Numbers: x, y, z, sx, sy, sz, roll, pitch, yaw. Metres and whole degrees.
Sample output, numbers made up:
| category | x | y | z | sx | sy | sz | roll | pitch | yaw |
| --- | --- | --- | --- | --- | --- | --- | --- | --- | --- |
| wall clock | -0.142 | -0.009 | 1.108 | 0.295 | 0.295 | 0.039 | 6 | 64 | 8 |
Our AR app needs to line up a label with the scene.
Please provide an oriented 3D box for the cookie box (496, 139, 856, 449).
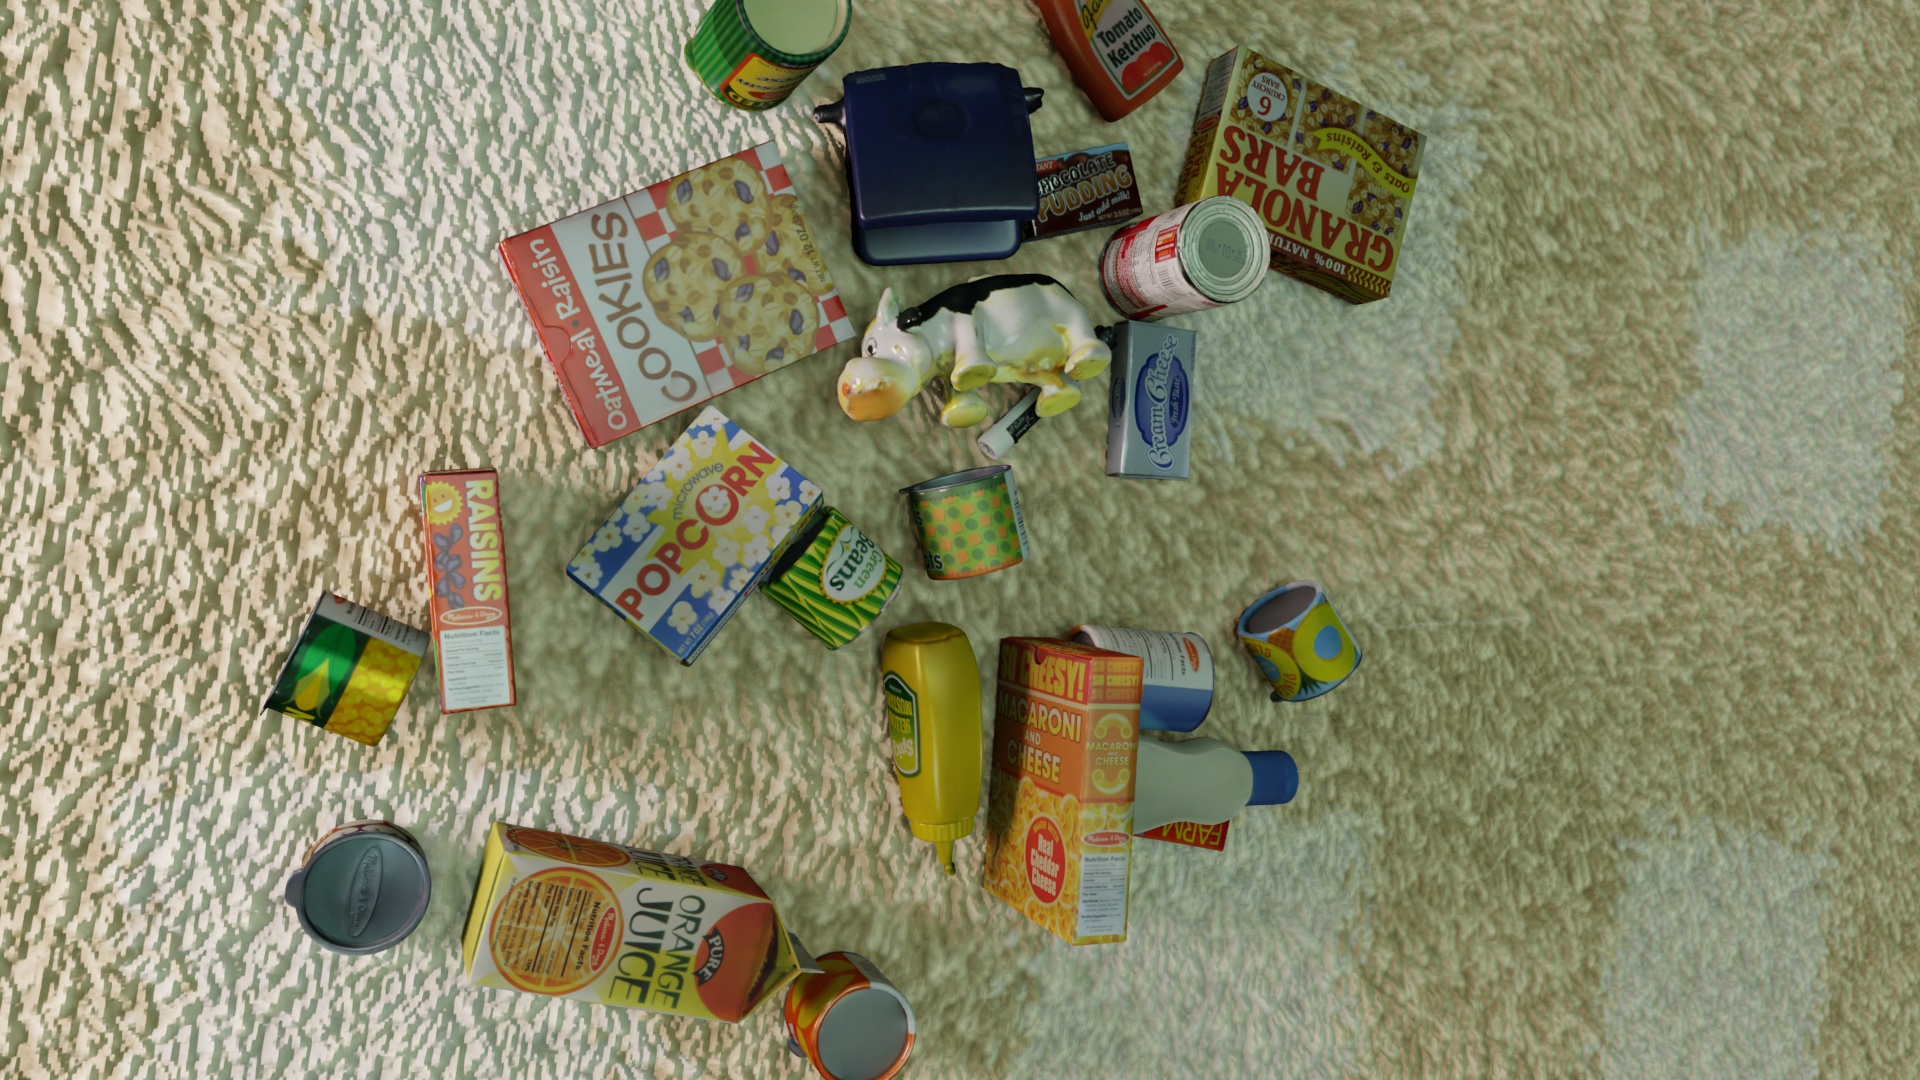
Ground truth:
| category | x | y | z | sx | sy | sz | roll | pitch | yaw |
| --- | --- | --- | --- | --- | --- | --- | --- | --- | --- |
| cookie box | -0.161 | -0.141 | 0.796 | 0.168 | 0.040 | 0.122 | -27 | 101 | -20 |

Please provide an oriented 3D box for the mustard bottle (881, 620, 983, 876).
| category | x | y | z | sx | sy | sz | roll | pitch | yaw |
| --- | --- | --- | --- | --- | --- | --- | --- | --- | --- |
| mustard bottle | -0.014 | 0.132 | 0.854 | 0.049 | 0.065 | 0.160 | -9 | 99 | -26 |

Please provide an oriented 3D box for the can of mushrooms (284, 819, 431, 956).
| category | x | y | z | sx | sy | sz | roll | pitch | yaw |
| --- | --- | --- | --- | --- | --- | --- | --- | --- | --- |
| can of mushrooms | -0.321 | 0.184 | 0.742 | 0.071 | 0.033 | 0.071 | -1 | 93 | -23 |

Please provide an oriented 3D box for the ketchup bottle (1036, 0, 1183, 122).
| category | x | y | z | sx | sy | sz | roll | pitch | yaw |
| --- | --- | --- | --- | --- | --- | --- | --- | --- | --- |
| ketchup bottle | 0.079 | -0.346 | 0.890 | 0.065 | 0.043 | 0.148 | -42 | 106 | -16 |

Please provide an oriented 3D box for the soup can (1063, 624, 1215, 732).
| category | x | y | z | sx | sy | sz | roll | pitch | yaw |
| --- | --- | --- | --- | --- | --- | --- | --- | --- | --- |
| soup can | 0.112 | 0.092 | 0.905 | 0.084 | 0.071 | 0.071 | 6 | 89 | -22 |

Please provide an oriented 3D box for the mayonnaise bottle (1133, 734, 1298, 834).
| category | x | y | z | sx | sy | sz | roll | pitch | yaw |
| --- | --- | --- | --- | --- | --- | --- | --- | --- | --- |
| mayonnaise bottle | 0.150 | 0.157 | 0.908 | 0.148 | 0.041 | 0.064 | 3 | 97 | -24 |

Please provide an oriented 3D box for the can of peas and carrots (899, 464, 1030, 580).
| category | x | y | z | sx | sy | sz | roll | pitch | yaw |
| --- | --- | --- | --- | --- | --- | --- | --- | --- | --- |
| can of peas and carrots | 0.003 | -0.011 | 0.856 | 0.071 | 0.071 | 0.058 | -16 | 98 | -21 |

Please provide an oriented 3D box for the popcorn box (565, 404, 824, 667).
| category | x | y | z | sx | sy | sz | roll | pitch | yaw |
| --- | --- | --- | --- | --- | --- | --- | --- | --- | --- |
| popcorn box | -0.149 | -0.003 | 0.792 | 0.085 | 0.038 | 0.127 | 37 | 77 | 4 |

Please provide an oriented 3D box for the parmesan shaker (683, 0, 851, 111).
| category | x | y | z | sx | sy | sz | roll | pitch | yaw |
| --- | --- | --- | --- | --- | --- | --- | --- | --- | --- |
| parmesan shaker | -0.110 | -0.286 | 0.780 | 0.071 | 0.103 | 0.071 | -1 | 92 | -23 |

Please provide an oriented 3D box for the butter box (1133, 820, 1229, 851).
| category | x | y | z | sx | sy | sz | roll | pitch | yaw |
| --- | --- | --- | --- | --- | --- | --- | --- | --- | --- |
| butter box | 0.136 | 0.175 | 0.938 | 0.103 | 0.024 | 0.053 | 15 | 85 | -23 |

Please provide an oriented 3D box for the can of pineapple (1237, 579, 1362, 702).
| category | x | y | z | sx | sy | sz | roll | pitch | yaw |
| --- | --- | --- | --- | --- | --- | --- | --- | --- | --- |
| can of pineapple | 0.231 | 0.069 | 0.953 | 0.071 | 0.071 | 0.057 | -38 | 105 | -17 |

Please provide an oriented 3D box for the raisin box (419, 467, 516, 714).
| category | x | y | z | sx | sy | sz | roll | pitch | yaw |
| --- | --- | --- | --- | --- | --- | --- | --- | --- | --- |
| raisin box | -0.260 | 0.023 | 0.734 | 0.040 | 0.086 | 0.123 | -4 | 93 | -18 |

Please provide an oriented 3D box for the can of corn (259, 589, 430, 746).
| category | x | y | z | sx | sy | sz | roll | pitch | yaw |
| --- | --- | --- | --- | --- | --- | --- | --- | --- | --- |
| can of corn | -0.319 | 0.069 | 0.722 | 0.058 | 0.071 | 0.071 | 27 | 81 | -22 |

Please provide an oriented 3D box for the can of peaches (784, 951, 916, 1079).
| category | x | y | z | sx | sy | sz | roll | pitch | yaw |
| --- | --- | --- | --- | --- | --- | --- | --- | --- | --- |
| can of peaches | -0.068 | 0.291 | 0.837 | 0.071 | 0.058 | 0.071 | -1 | 92 | -23 |

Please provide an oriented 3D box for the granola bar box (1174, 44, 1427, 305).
| category | x | y | z | sx | sy | sz | roll | pitch | yaw |
| --- | --- | --- | --- | --- | --- | --- | --- | --- | --- |
| granola bar box | 0.234 | -0.249 | 0.960 | 0.165 | 0.039 | 0.124 | 17 | 84 | -23 |

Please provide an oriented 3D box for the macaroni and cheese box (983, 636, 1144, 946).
| category | x | y | z | sx | sy | sz | roll | pitch | yaw |
| --- | --- | --- | --- | --- | --- | --- | --- | --- | --- |
| macaroni and cheese box | 0.060 | 0.147 | 0.852 | 0.040 | 0.123 | 0.166 | 4 | 90 | -24 |

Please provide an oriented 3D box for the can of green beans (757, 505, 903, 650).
| category | x | y | z | sx | sy | sz | roll | pitch | yaw |
| --- | --- | --- | --- | --- | --- | --- | --- | --- | --- |
| can of green beans | -0.077 | 0.022 | 0.822 | 0.057 | 0.071 | 0.071 | 43 | 76 | -18 |

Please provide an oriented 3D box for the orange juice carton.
| category | x | y | z | sx | sy | sz | roll | pitch | yaw |
| --- | --- | --- | --- | --- | --- | --- | --- | --- | --- |
| orange juice carton | -0.174 | 0.218 | 0.783 | 0.193 | 0.072 | 0.073 | 17 | 85 | -22 |

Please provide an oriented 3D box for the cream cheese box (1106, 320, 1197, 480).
| category | x | y | z | sx | sy | sz | roll | pitch | yaw |
| --- | --- | --- | --- | --- | --- | --- | --- | --- | --- |
| cream cheese box | 0.128 | -0.092 | 0.927 | 0.053 | 0.024 | 0.103 | 3 | 90 | -22 |

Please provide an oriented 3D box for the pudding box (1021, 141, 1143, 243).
| category | x | y | z | sx | sy | sz | roll | pitch | yaw |
| --- | --- | --- | --- | --- | --- | --- | --- | --- | --- |
| pudding box | 0.072 | -0.225 | 0.897 | 0.084 | 0.030 | 0.049 | -16 | 96 | -22 |
